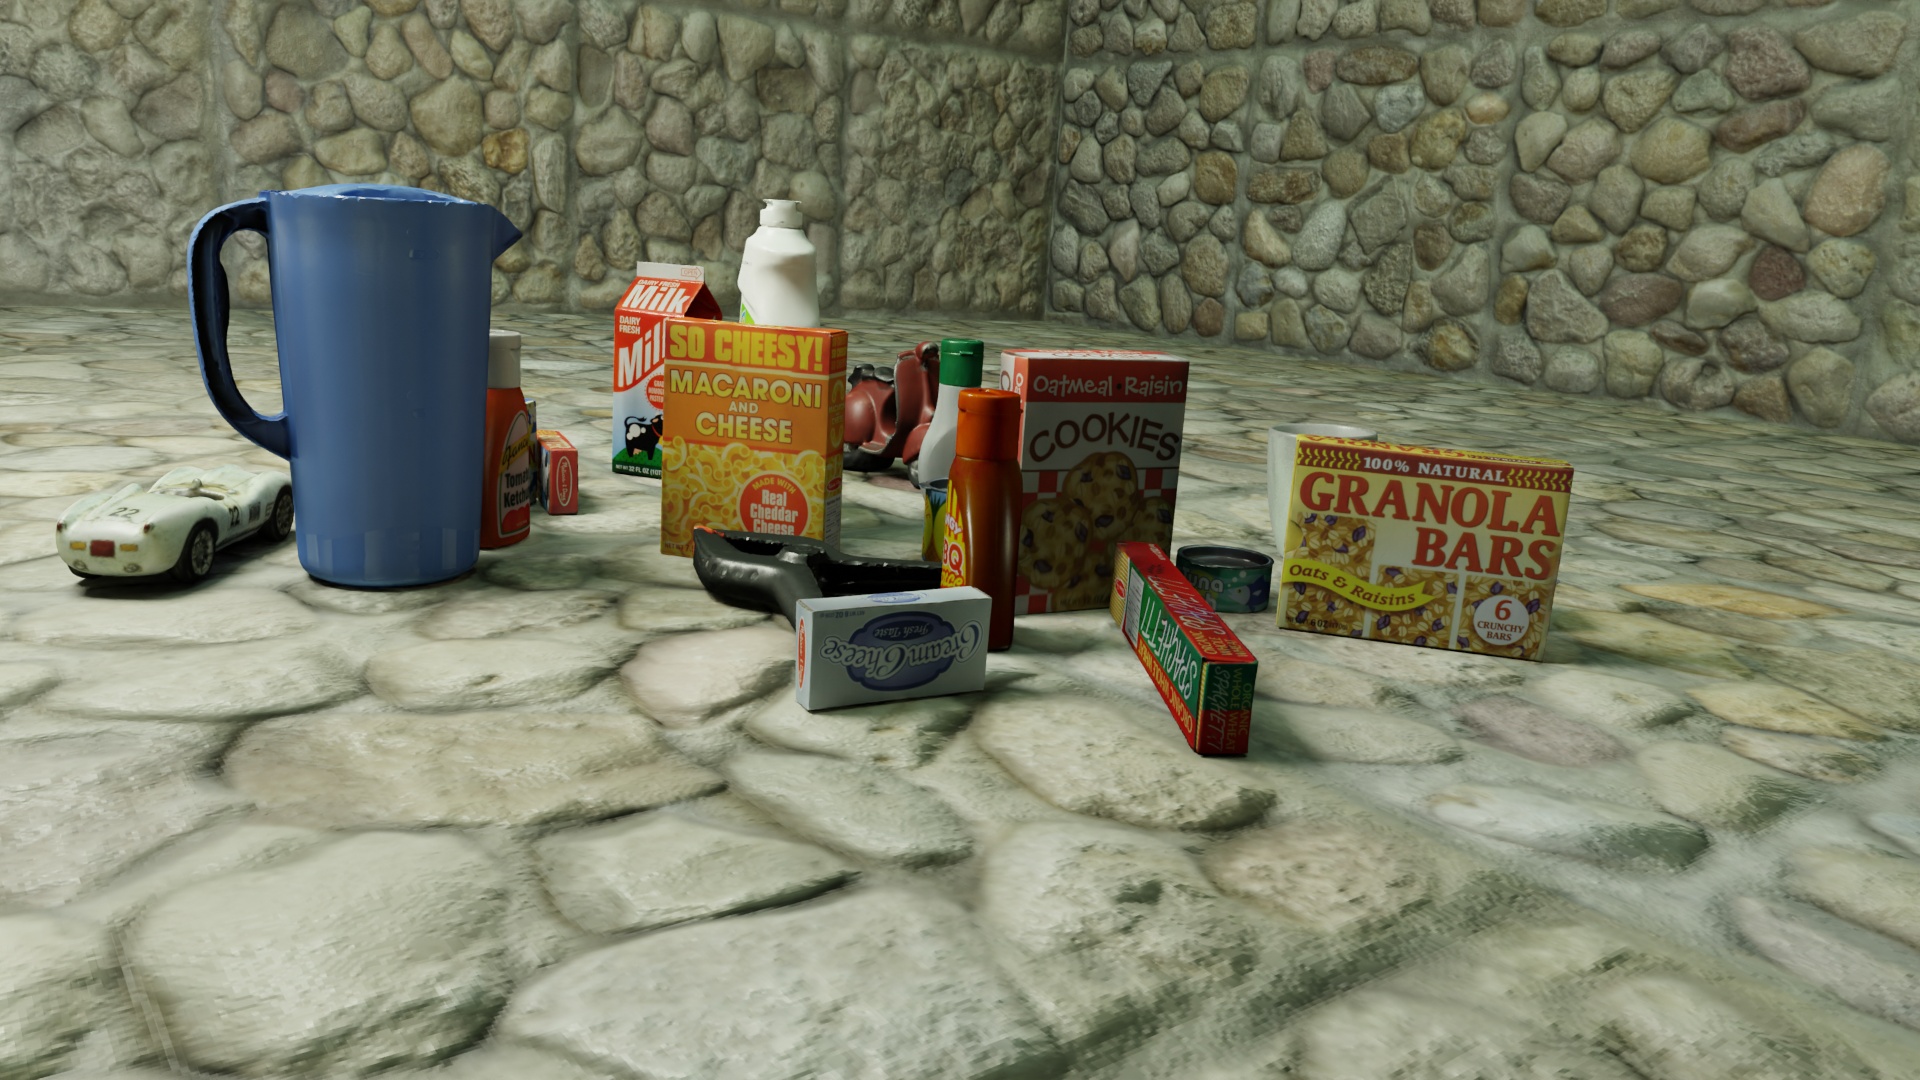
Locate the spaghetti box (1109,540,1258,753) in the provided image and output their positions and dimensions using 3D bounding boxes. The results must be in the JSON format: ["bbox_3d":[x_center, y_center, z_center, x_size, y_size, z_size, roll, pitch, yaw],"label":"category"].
[{"bbox_3d":[0.119,0.052,0.780,0.029,0.050,0.250,3,13,-4],"label":"spaghetti box"}]

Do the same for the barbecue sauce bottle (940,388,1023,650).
[{"bbox_3d":[0.013,-0.014,0.818,0.044,0.148,0.065,0,13,-16],"label":"barbecue sauce bottle"}]

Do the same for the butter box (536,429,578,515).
[{"bbox_3d":[-0.328,-0.057,1.121,0.024,0.053,0.103,-2,14,-24],"label":"butter box"}]

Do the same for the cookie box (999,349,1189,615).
[{"bbox_3d":[0.082,-0.040,0.910,0.123,0.167,0.040,-3,14,-27],"label":"cookie box"}]

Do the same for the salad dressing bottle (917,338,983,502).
[{"bbox_3d":[-0.002,-0.097,1.181,0.064,0.147,0.044,1,12,-13],"label":"salad dressing bottle"}]

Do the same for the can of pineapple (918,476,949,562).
[{"bbox_3d":[0.004,-0.013,1.015,0.071,0.057,0.071,4,13,-1],"label":"can of pineapple"}]

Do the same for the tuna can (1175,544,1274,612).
[{"bbox_3d":[0.179,0.026,0.952,0.071,0.032,0.071,4,13,-1],"label":"tuna can"}]

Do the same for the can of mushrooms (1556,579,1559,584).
[{"bbox_3d":[0.374,0.037,0.960,0.071,0.033,0.071,4,13,-1],"label":"can of mushrooms"}]

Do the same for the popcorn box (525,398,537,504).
[{"bbox_3d":[-0.362,-0.060,1.052,0.038,0.085,0.127,5,13,5],"label":"popcorn box"}]

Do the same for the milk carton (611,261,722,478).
[{"bbox_3d":[-0.267,-0.156,1.265,0.072,0.190,0.074,8,13,18],"label":"milk carton"}]

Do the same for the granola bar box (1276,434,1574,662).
[{"bbox_3d":[0.290,0.003,0.880,0.165,0.124,0.039,7,13,13],"label":"granola bar box"}]

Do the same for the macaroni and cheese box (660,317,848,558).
[{"bbox_3d":[-0.145,-0.068,0.969,0.124,0.166,0.040,7,13,13],"label":"macaroni and cheese box"}]

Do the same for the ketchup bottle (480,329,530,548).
[{"bbox_3d":[-0.328,-0.072,0.975,0.043,0.148,0.065,5,12,7],"label":"ketchup bottle"}]

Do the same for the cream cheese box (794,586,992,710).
[{"bbox_3d":[-0.035,0.055,0.716,0.104,0.053,0.024,-3,14,-29],"label":"cream cheese box"}]
